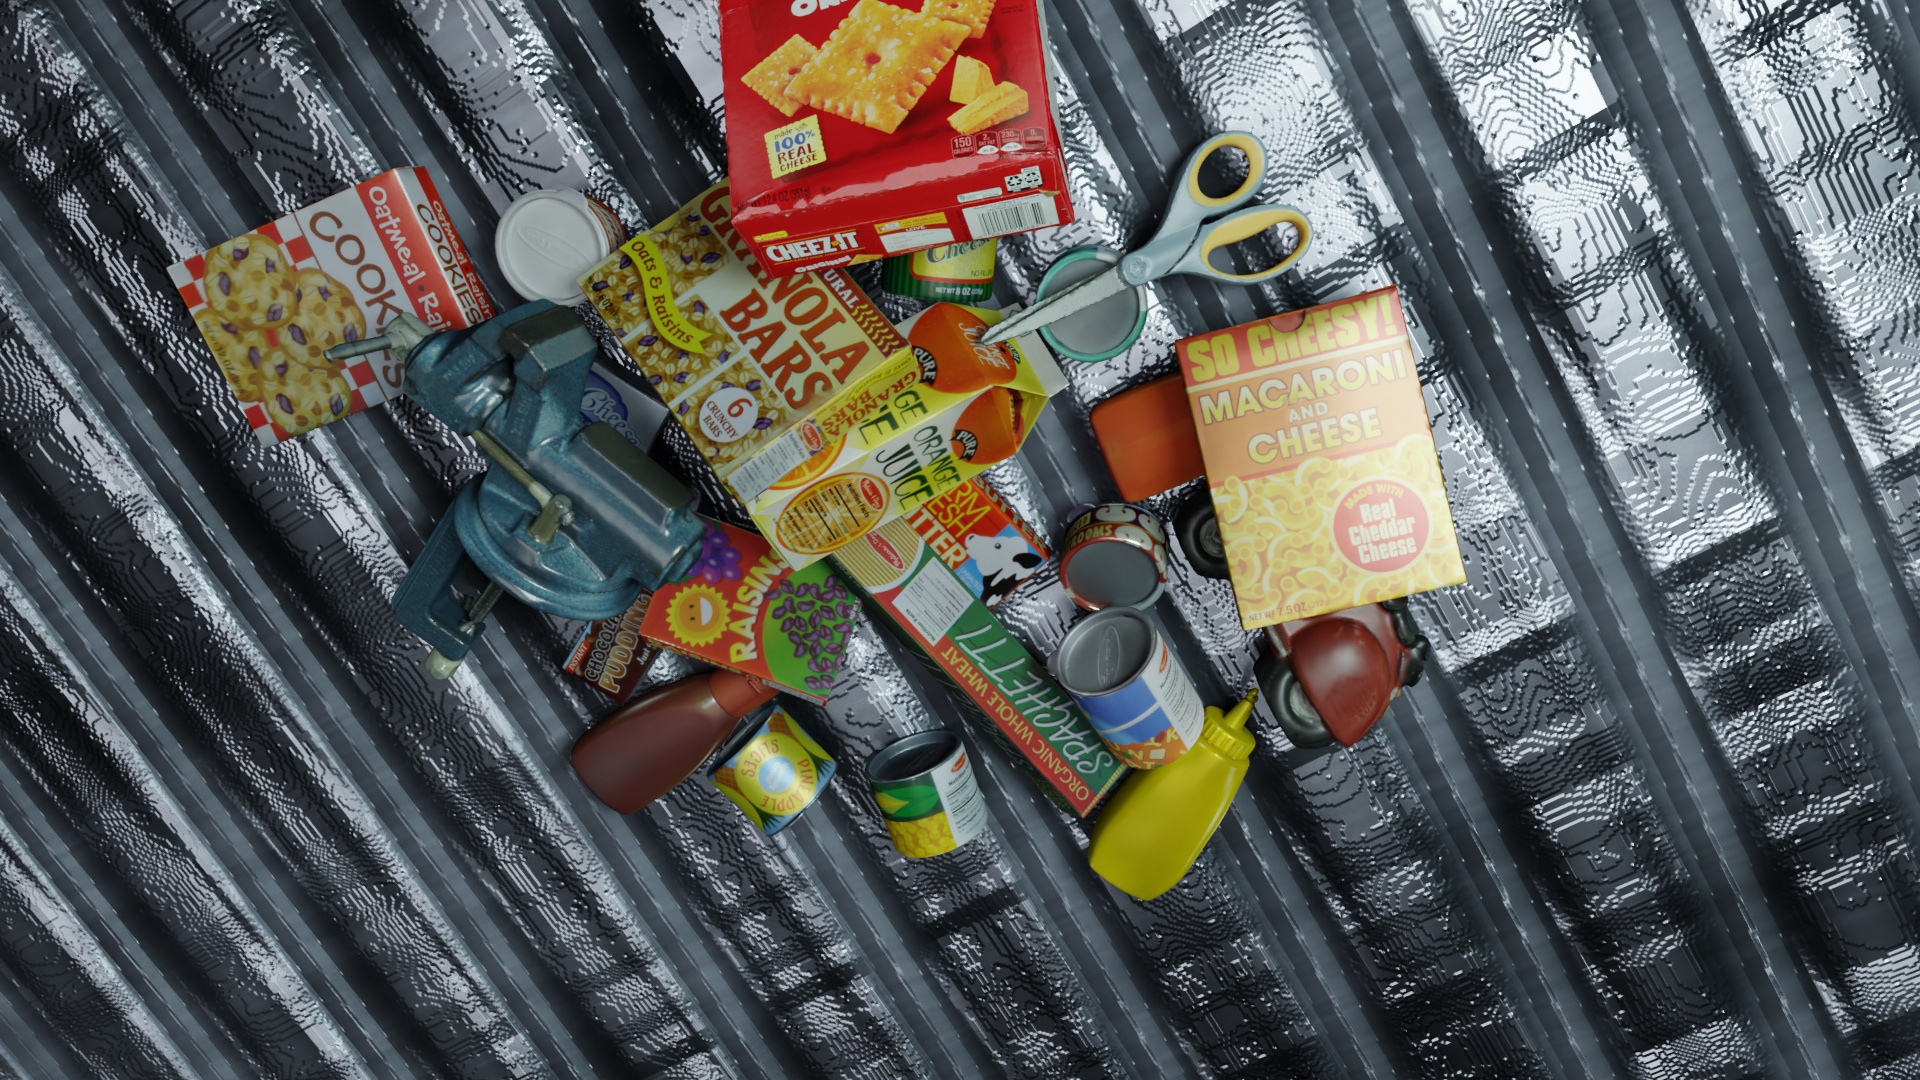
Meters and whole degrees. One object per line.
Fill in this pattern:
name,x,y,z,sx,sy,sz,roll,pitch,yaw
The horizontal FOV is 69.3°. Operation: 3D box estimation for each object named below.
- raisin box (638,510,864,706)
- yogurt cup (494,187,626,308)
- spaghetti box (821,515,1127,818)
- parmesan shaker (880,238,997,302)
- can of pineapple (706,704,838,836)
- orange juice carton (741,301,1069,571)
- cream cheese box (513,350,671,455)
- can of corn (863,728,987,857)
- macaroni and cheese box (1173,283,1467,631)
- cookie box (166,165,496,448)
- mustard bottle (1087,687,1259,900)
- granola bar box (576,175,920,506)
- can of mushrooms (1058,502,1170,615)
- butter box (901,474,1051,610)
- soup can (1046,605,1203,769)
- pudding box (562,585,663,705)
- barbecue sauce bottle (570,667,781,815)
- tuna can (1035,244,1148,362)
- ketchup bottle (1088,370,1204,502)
raisin box,-0.127,0.042,0.868,0.123,0.040,0.086,20,77,-3
yogurt cup,-0.233,-0.175,0.824,0.072,0.054,0.072,2,108,6
spaghetti box,0.007,0.072,0.867,0.249,0.028,0.050,48,69,-14
parmesan shaker,-0.007,-0.191,0.789,0.071,0.071,0.102,7,108,4
can of pineapple,-0.123,0.149,0.905,0.071,0.071,0.058,-42,99,16
orange juice carton,-0.036,-0.068,0.799,0.193,0.072,0.072,-29,58,-2
cream cheese box,-0.233,-0.091,0.866,0.104,0.024,0.053,32,106,-5
can of corn,-0.024,0.164,0.902,0.071,0.071,0.058,-16,105,11
macaroni and cheese box,0.197,-0.045,0.768,0.124,0.040,0.166,-14,91,9
cookie box,-0.381,-0.143,0.858,0.167,0.040,0.122,-19,105,12
mustard bottle,0.145,0.156,0.889,0.065,0.049,0.159,33,107,-4
granola bar box,-0.119,-0.119,0.773,0.124,0.039,0.166,-36,66,-7
can of mushrooms,0.092,0.011,0.846,0.071,0.034,0.070,6,131,7
butter box,0.003,-0.011,0.865,0.053,0.024,0.103,-41,99,17
soup can,0.102,0.091,0.850,0.071,0.072,0.083,-25,130,13
pudding box,-0.217,0.059,0.908,0.049,0.030,0.083,34,107,-4
barbecue sauce bottle,-0.182,0.120,0.916,0.148,0.044,0.064,-34,108,14
tuna can,0.075,-0.137,0.813,0.071,0.033,0.070,2,107,5
ketchup bottle,0.154,-0.077,0.818,0.148,0.044,0.064,-22,100,12
